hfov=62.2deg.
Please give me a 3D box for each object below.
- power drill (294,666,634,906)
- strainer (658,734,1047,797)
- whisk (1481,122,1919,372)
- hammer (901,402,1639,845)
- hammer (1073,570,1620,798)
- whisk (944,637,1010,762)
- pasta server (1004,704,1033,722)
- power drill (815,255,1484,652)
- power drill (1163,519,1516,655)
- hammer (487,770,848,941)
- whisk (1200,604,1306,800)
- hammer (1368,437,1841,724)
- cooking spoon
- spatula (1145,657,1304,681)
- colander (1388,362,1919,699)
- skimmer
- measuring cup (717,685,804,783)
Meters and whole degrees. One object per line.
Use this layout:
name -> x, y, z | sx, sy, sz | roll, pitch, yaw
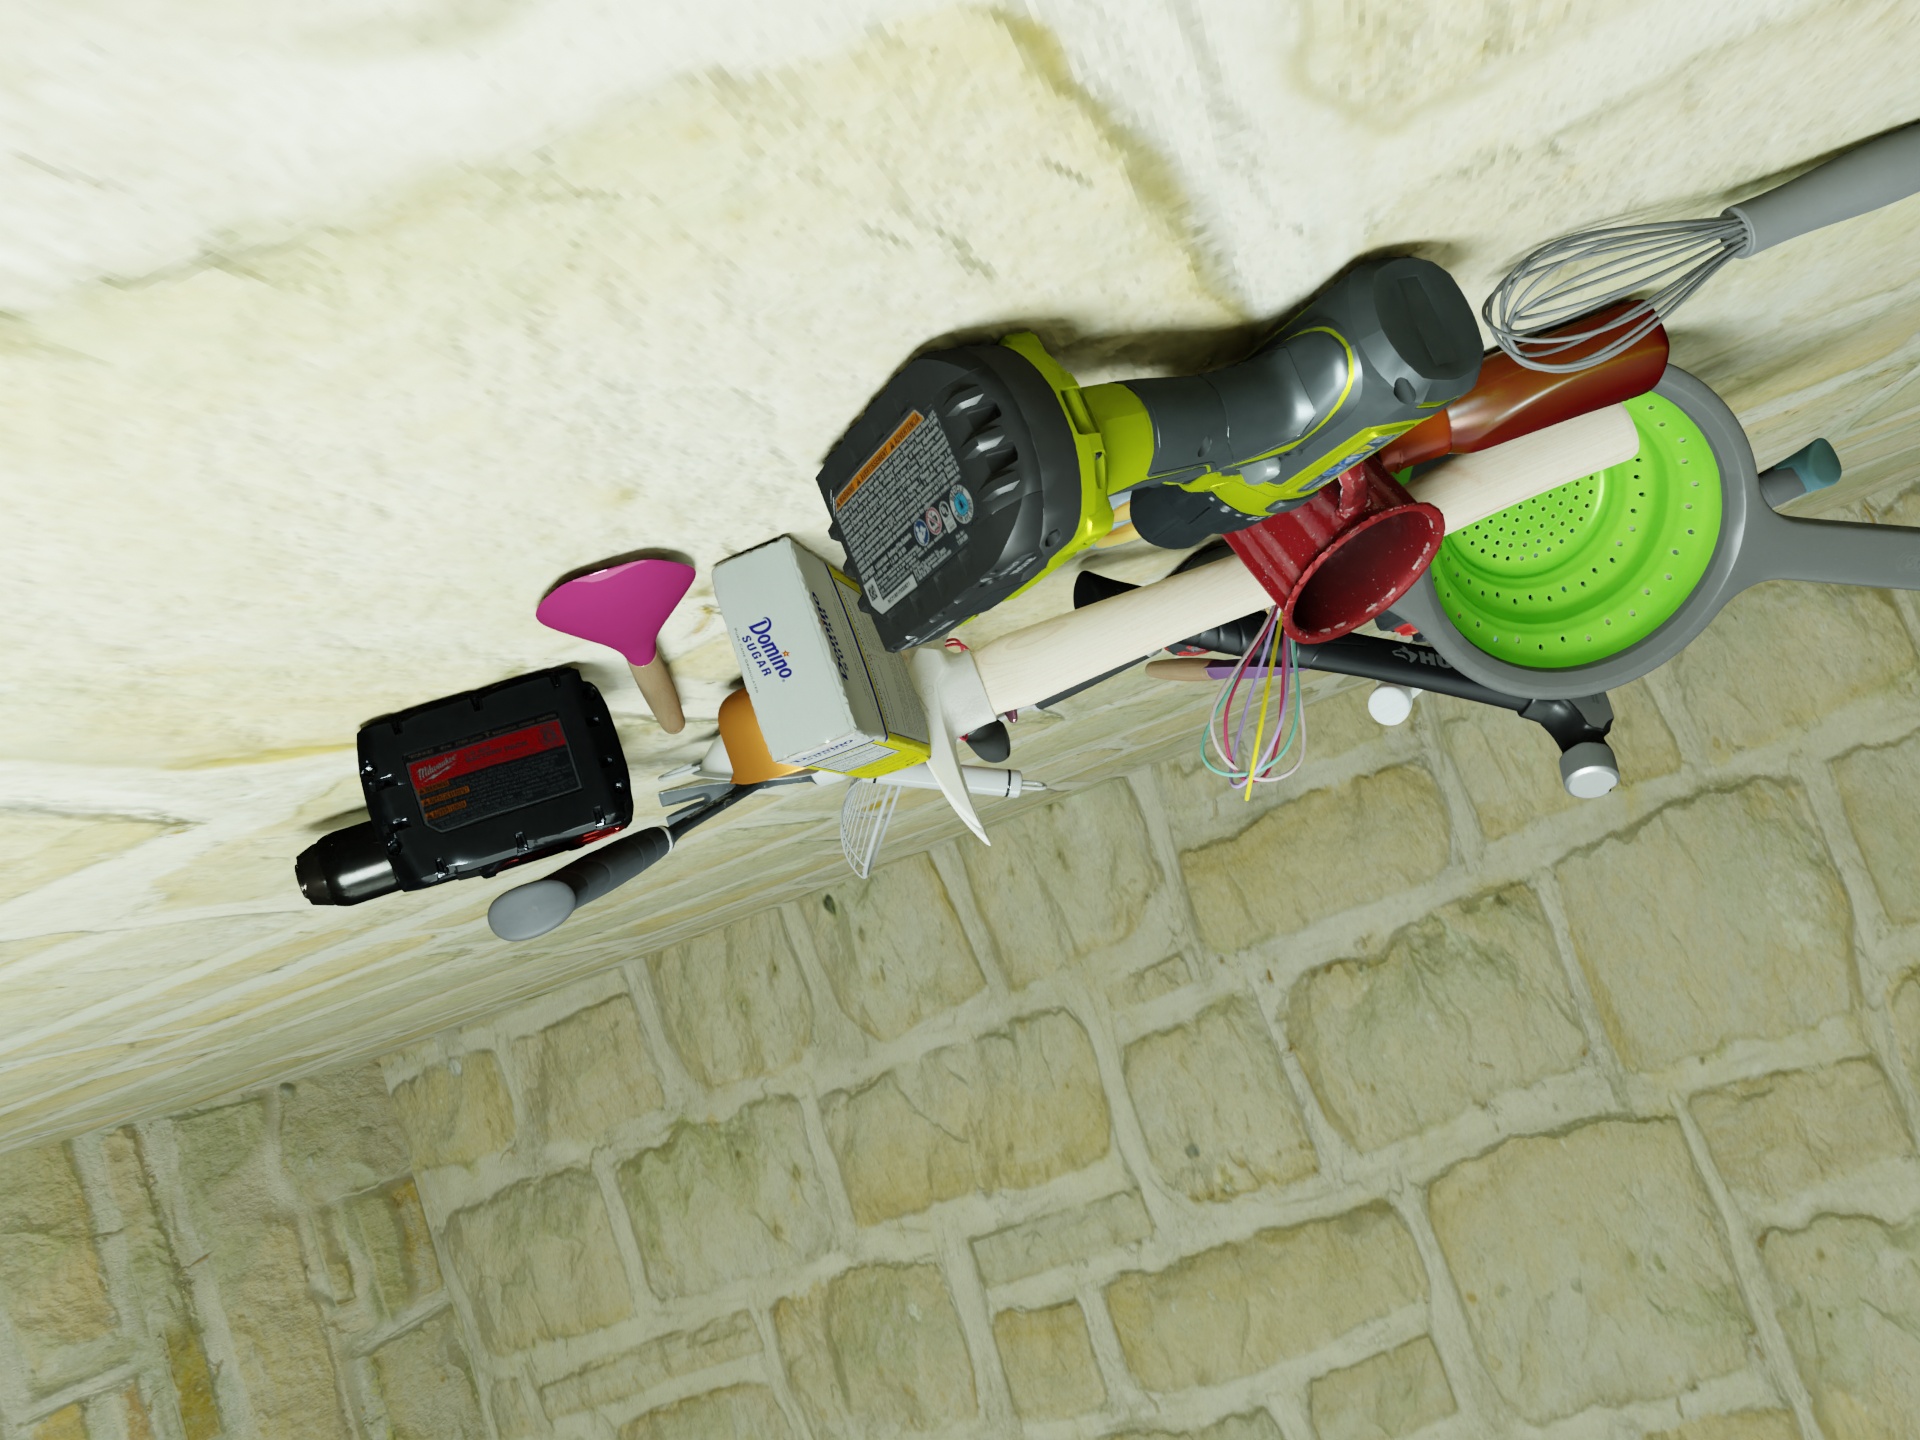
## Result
power drill -> -0.263, 0.049, 0.837 | 0.188, 0.080, 0.226 | -18, 175, -16
strainer -> -0.069, 0.029, 1.059 | 0.258, 0.050, 0.087 | 6, -172, -8
whisk -> 0.327, -0.204, 0.663 | 0.239, 0.055, 0.055 | -24, 173, -5
hammer -> 0.165, -0.070, 0.848 | 0.410, 0.146, 0.038 | -22, 148, 4
hammer -> 0.231, -0.046, 0.963 | 0.334, 0.146, 0.035 | 11, 141, -8
whisk -> -0.002, -0.003, 1.069 | 0.073, 0.073, 0.295 | -21, 167, 8
pasta server -> 0.135, -0.066, 1.172 | 0.316, 0.040, 0.060 | -23, 161, 14
power drill -> 0.066, -0.099, 0.623 | 0.228, 0.080, 0.190 | -18, 173, -31
power drill -> 0.248, -0.091, 1.067 | 0.219, 0.078, 0.143 | -7, 172, -12
hammer -> -0.197, 0.075, 1.046 | 0.149, 0.036, 0.409 | -17, -176, 14
whisk -> 0.179, -0.048, 0.904 | 0.051, 0.047, 0.245 | -11, -142, 30
hammer -> 0.439, -0.097, 1.104 | 0.331, 0.033, 0.128 | -31, -174, 32
cooking spoon -> -0.153, -0.028, 0.775 | 0.068, 0.017, 0.319 | -18, 172, -8
spatula -> 0.178, -0.036, 1.133 | 0.059, 0.018, 0.316 | 1, -178, -8
colander -> 0.431, -0.117, 0.948 | 0.397, 0.204, 0.095 | 4, -157, -5
skimmer -> 0.033, 0.028, 1.383 | 0.363, 0.090, 0.127 | -27, -158, 28
measuring cup -> -0.099, -0.009, 0.966 | 0.095, 0.052, 0.174 | -18, -170, 1
